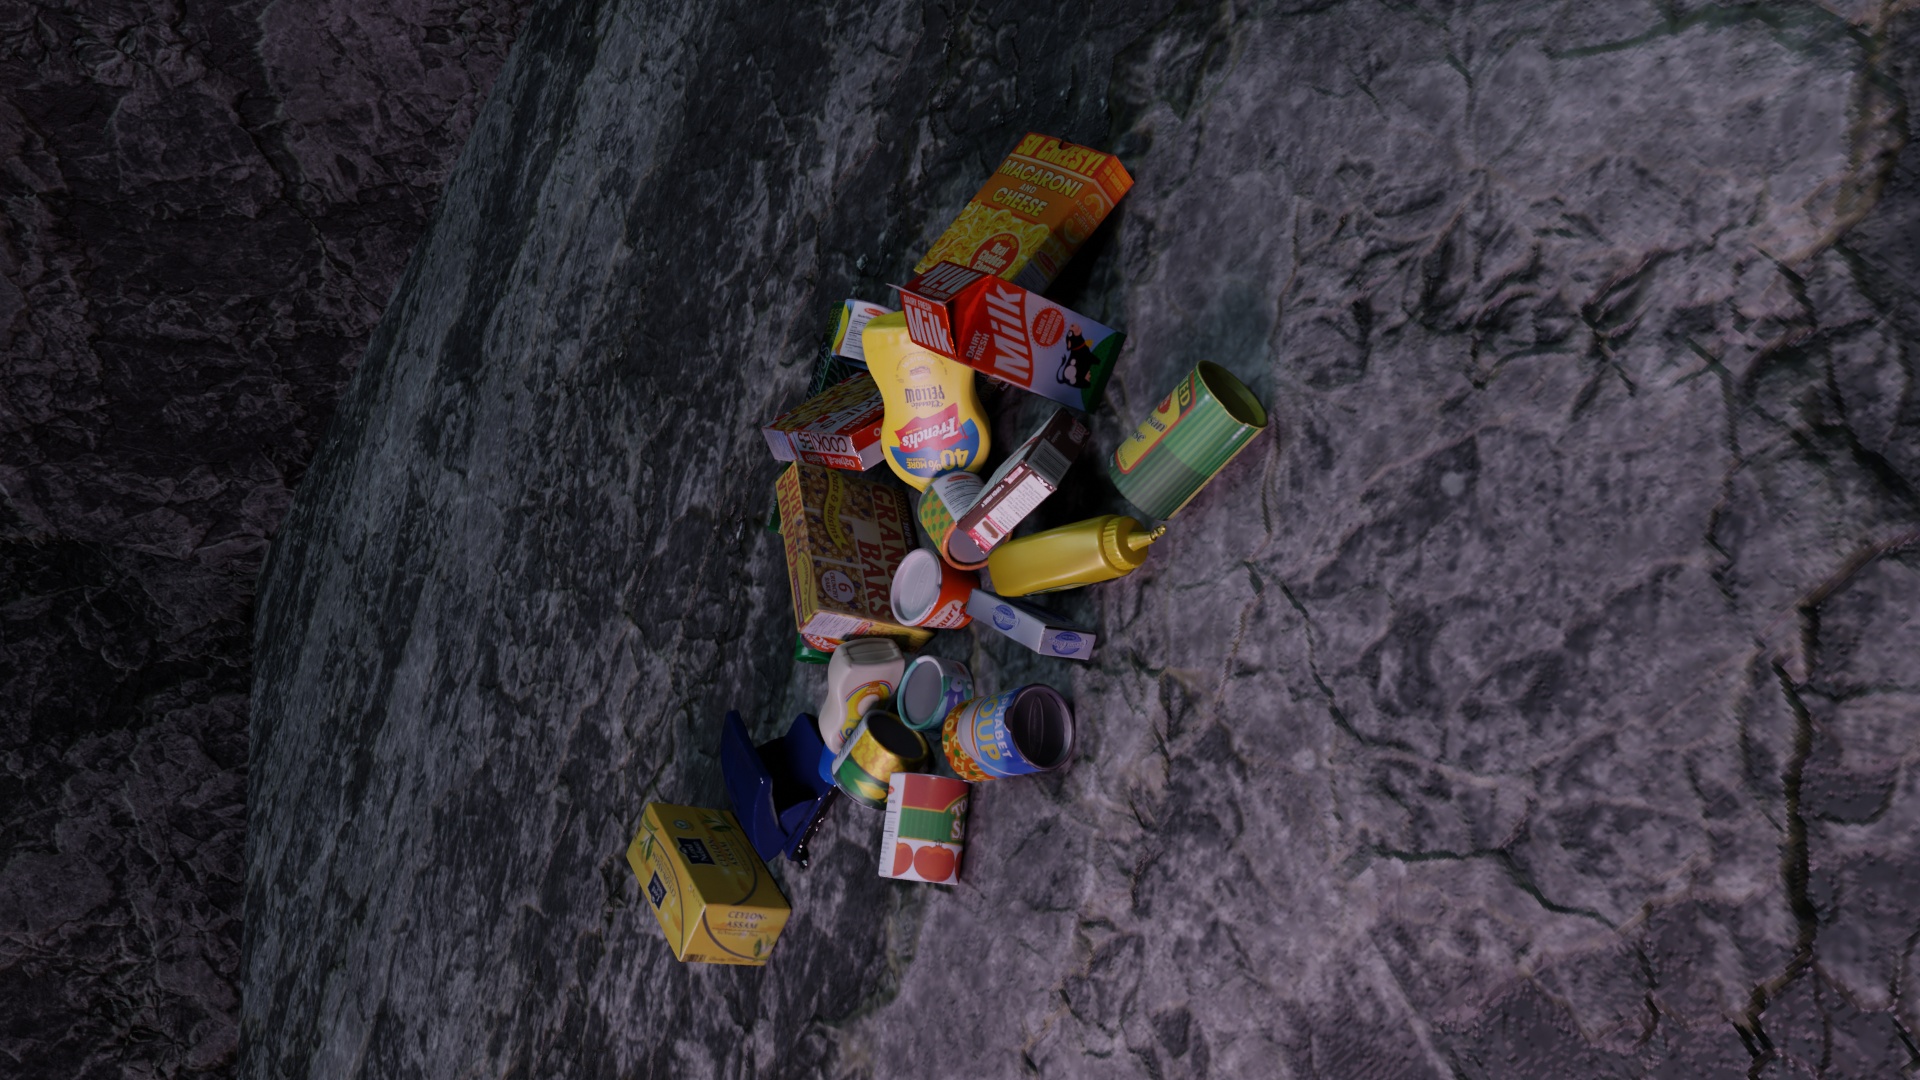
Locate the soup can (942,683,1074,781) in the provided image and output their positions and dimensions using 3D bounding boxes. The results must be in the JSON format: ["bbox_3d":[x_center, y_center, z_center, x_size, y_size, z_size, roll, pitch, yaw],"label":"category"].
[{"bbox_3d":[0.034,0.149,1.074,0.083,0.071,0.071,-21,60,47],"label":"soup can"}]

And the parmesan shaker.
[{"bbox_3d":[0.162,-0.070,1.001,0.102,0.071,0.071,-48,43,29],"label":"parmesan shaker"}]

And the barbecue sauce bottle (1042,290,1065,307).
[{"bbox_3d":[0.044,-0.225,1.238,0.064,0.043,0.149,-54,40,12],"label":"barbecue sauce bottle"}]

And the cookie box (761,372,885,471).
[{"bbox_3d":[-0.094,-0.116,1.311,0.167,0.123,0.040,11,128,53],"label":"cookie box"}]

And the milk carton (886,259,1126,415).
[{"bbox_3d":[0.033,-0.167,1.105,0.072,0.190,0.073,30,101,53],"label":"milk carton"}]

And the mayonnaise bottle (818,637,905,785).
[{"bbox_3d":[-0.094,0.153,1.228,0.041,0.065,0.147,53,138,42],"label":"mayonnaise bottle"}]

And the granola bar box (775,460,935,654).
[{"bbox_3d":[-0.095,0.014,1.250,0.039,0.124,0.166,-44,45,37],"label":"granola bar box"}]

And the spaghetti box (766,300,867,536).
[{"bbox_3d":[-0.139,-0.122,1.426,0.028,0.050,0.250,13,86,52],"label":"spaghetti box"}]

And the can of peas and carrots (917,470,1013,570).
[{"bbox_3d":[0.004,-0.015,1.187,0.070,0.071,0.059,-56,40,21],"label":"can of peas and carrots"}]

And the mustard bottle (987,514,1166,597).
[{"bbox_3d":[0.093,0.010,1.061,0.160,0.065,0.049,-15,86,46],"label":"mustard bottle"}]

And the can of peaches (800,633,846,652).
[{"bbox_3d":[-0.111,0.069,1.295,0.058,0.071,0.071,-19,62,47],"label":"can of peaches"}]

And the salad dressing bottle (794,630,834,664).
[{"bbox_3d":[-0.136,0.046,1.358,0.064,0.044,0.148,-20,61,52],"label":"salad dressing bottle"}]

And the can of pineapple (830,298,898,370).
[{"bbox_3d":[-0.090,-0.203,1.385,0.071,0.071,0.058,13,87,53],"label":"can of pineapple"}]

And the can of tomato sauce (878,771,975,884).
[{"bbox_3d":[-0.027,0.233,1.125,0.071,0.071,0.083,-10,68,50],"label":"can of tomato sauce"}]

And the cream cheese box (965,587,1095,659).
[{"bbox_3d":[0.055,0.065,1.097,0.104,0.053,0.024,25,102,54],"label":"cream cheese box"}]

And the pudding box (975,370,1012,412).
[{"bbox_3d":[0.023,-0.153,1.230,0.083,0.050,0.030,-44,46,32],"label":"pudding box"}]

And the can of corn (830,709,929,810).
[{"bbox_3d":[-0.067,0.189,1.194,0.058,0.071,0.071,-56,40,20],"label":"can of corn"}]

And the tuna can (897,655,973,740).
[{"bbox_3d":[-0.023,0.134,1.185,0.071,0.033,0.071,-25,57,45],"label":"tuna can"}]

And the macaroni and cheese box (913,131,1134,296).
[{"bbox_3d":[0.053,-0.271,1.200,0.166,0.040,0.124,-51,42,-4],"label":"macaroni and cheese box"}]

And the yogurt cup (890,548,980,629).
[{"bbox_3d":[-0.020,0.045,1.200,0.072,0.054,0.072,-24,57,45],"label":"yogurt cup"}]
